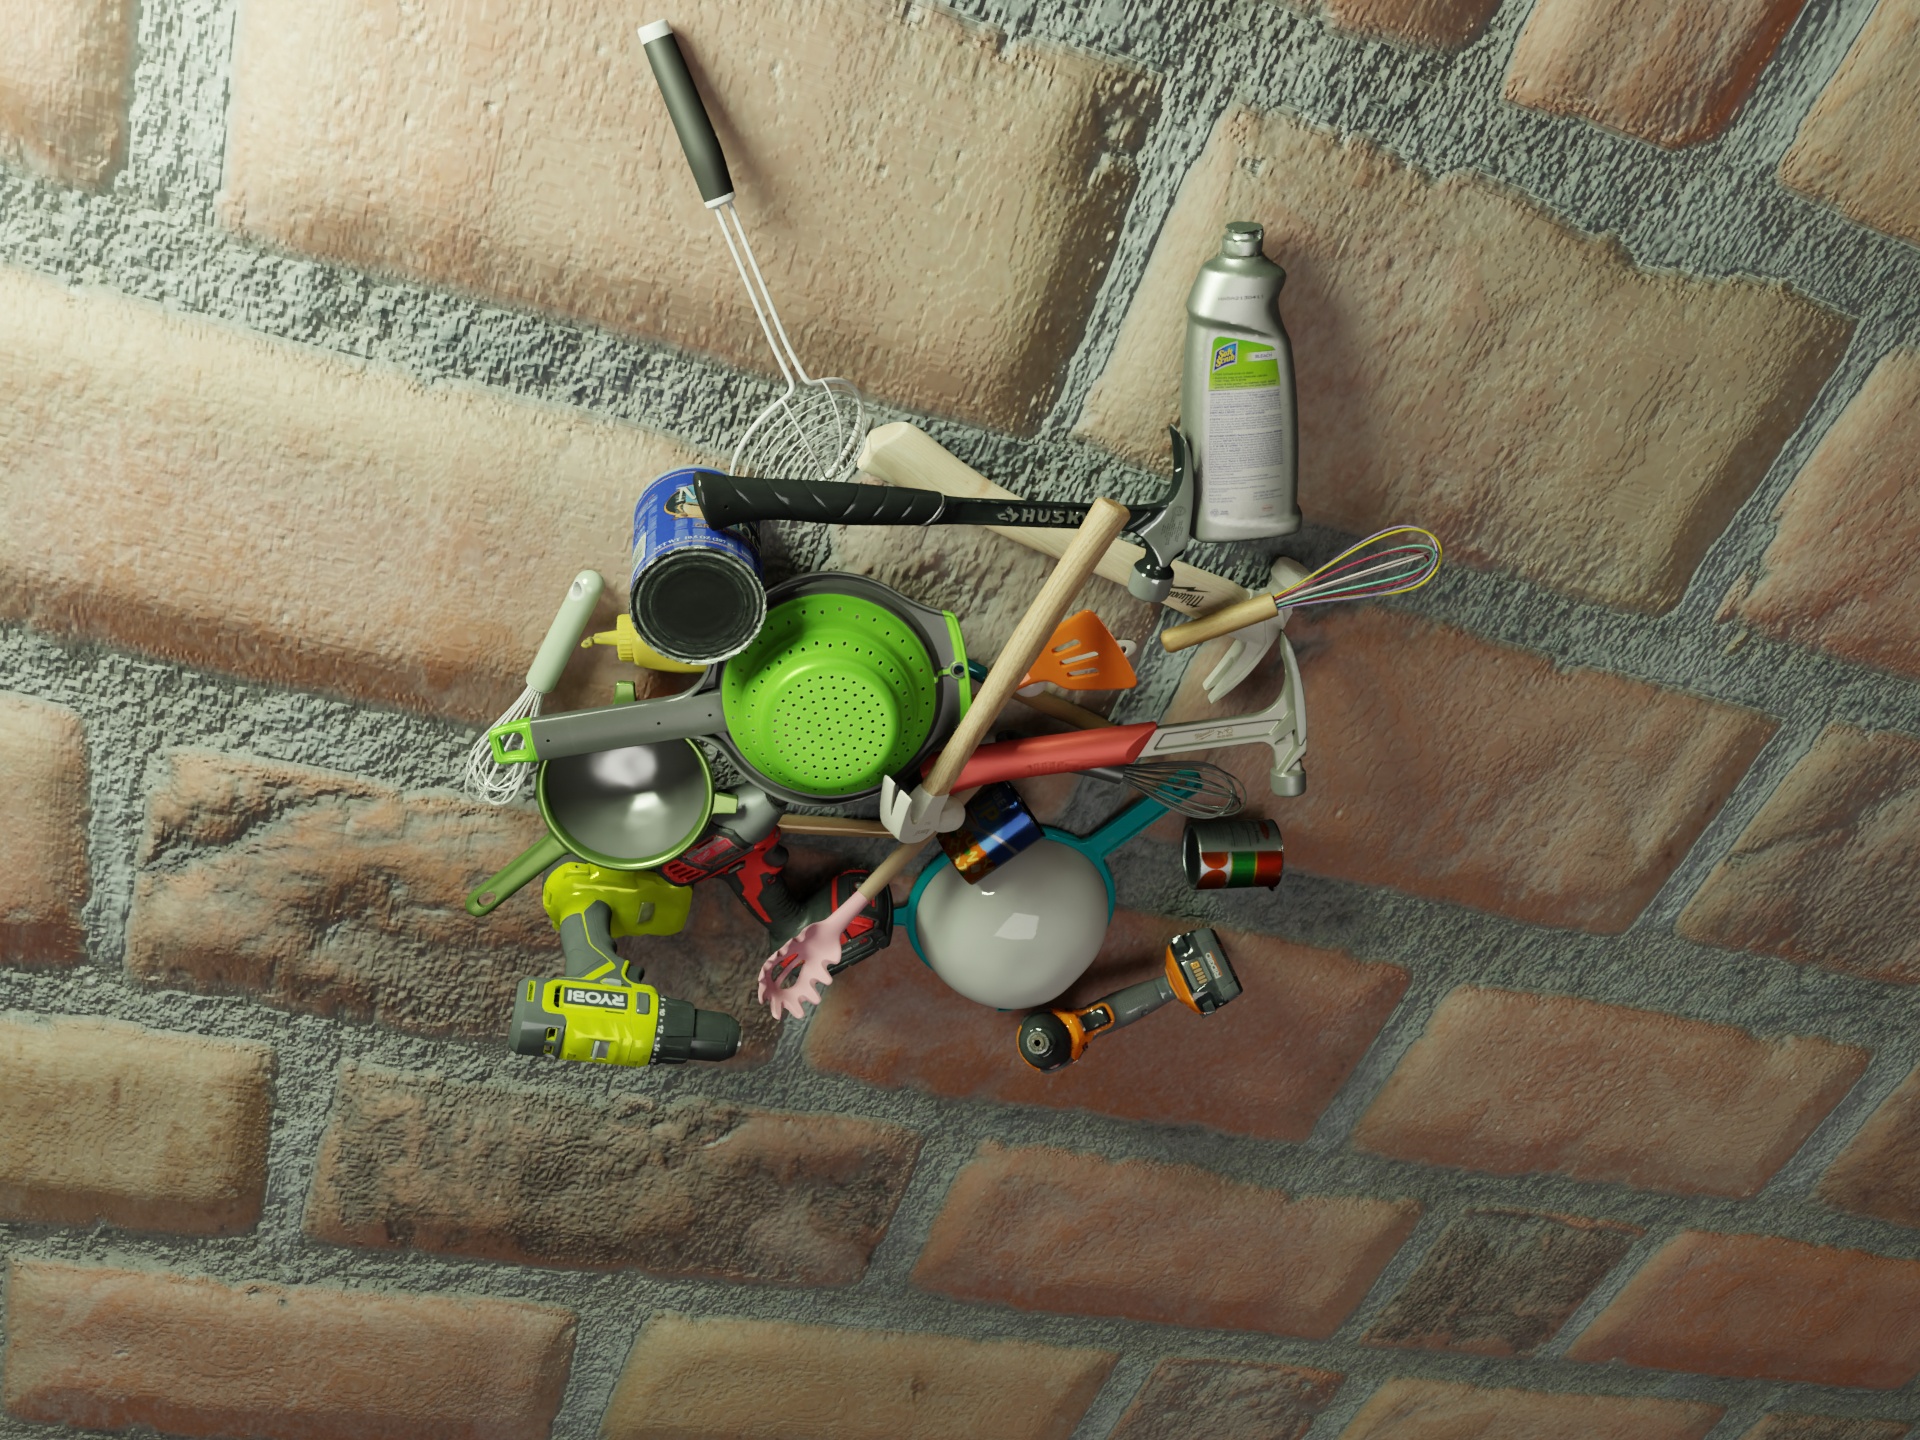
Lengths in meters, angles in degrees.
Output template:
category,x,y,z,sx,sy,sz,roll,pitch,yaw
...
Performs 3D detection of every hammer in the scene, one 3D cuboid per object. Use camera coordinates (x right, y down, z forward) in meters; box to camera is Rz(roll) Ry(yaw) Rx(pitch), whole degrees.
category,x,y,z,sx,sy,sz,roll,pitch,yaw
hammer,0.035,-0.034,1.276,0.331,0.031,0.130,-58,158,19
hammer,0.125,0.015,1.409,0.359,0.037,0.149,-7,108,3
hammer,0.097,-0.140,1.346,0.410,0.038,0.146,21,120,-22
hammer,-0.003,-0.166,1.226,0.408,0.036,0.149,0,125,-21

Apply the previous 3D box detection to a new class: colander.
category,x,y,z,sx,sy,sz,roll,pitch,yaw
colander,-0.186,0.003,1.276,0.397,0.095,0.204,-9,111,-1

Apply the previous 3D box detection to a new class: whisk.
category,x,y,z,sx,sy,sz,roll,pitch,yaw
whisk,0.290,-0.103,1.352,0.245,0.051,0.047,-20,132,11
whisk,0.148,0.044,1.461,0.239,0.055,0.055,15,122,-4
whisk,-0.358,-0.025,1.345,0.059,0.058,0.246,-1,130,-52

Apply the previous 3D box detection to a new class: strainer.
category,x,y,z,sx,sy,sz,roll,pitch,yaw
strainer,-0.326,0.081,1.381,0.256,0.069,0.151,-37,108,10
strainer,0.103,0.173,1.526,0.340,0.095,0.210,-39,122,18

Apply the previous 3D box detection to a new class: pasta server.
category,x,y,z,sx,sy,sz,roll,pitch,yaw
pasta server,-0.065,0.140,1.425,0.316,0.040,0.060,-45,110,-13

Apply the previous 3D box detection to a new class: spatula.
category,x,y,z,sx,sy,sz,roll,pitch,yaw
spatula,-0.002,-0.004,1.377,0.322,0.041,0.081,-26,112,21
spatula,0.042,-0.023,1.412,0.317,0.044,0.082,22,126,-25

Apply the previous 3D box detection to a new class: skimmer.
category,x,y,z,sx,sy,sz,roll,pitch,yaw
skimmer,-0.166,-0.320,1.170,0.127,0.090,0.363,-33,117,-24

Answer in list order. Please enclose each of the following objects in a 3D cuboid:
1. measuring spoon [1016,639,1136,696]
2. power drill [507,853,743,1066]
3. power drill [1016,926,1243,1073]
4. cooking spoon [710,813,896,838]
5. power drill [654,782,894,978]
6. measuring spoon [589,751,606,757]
category,x,y,z,sx,sy,sz,roll,pitch,yaw
measuring spoon,0.104,-0.048,1.401,0.124,0.018,0.034,-17,115,-19
power drill,-0.290,0.212,1.403,0.190,0.229,0.080,9,122,-16
power drill,0.162,0.285,1.583,0.226,0.084,0.164,-26,167,7
cooking spoon,-0.185,0.094,1.468,0.318,0.017,0.068,4,126,-12
power drill,-0.163,0.140,1.454,0.143,0.079,0.219,-31,127,19
measuring spoon,-0.294,0.009,1.398,0.117,0.011,0.021,-21,126,10
